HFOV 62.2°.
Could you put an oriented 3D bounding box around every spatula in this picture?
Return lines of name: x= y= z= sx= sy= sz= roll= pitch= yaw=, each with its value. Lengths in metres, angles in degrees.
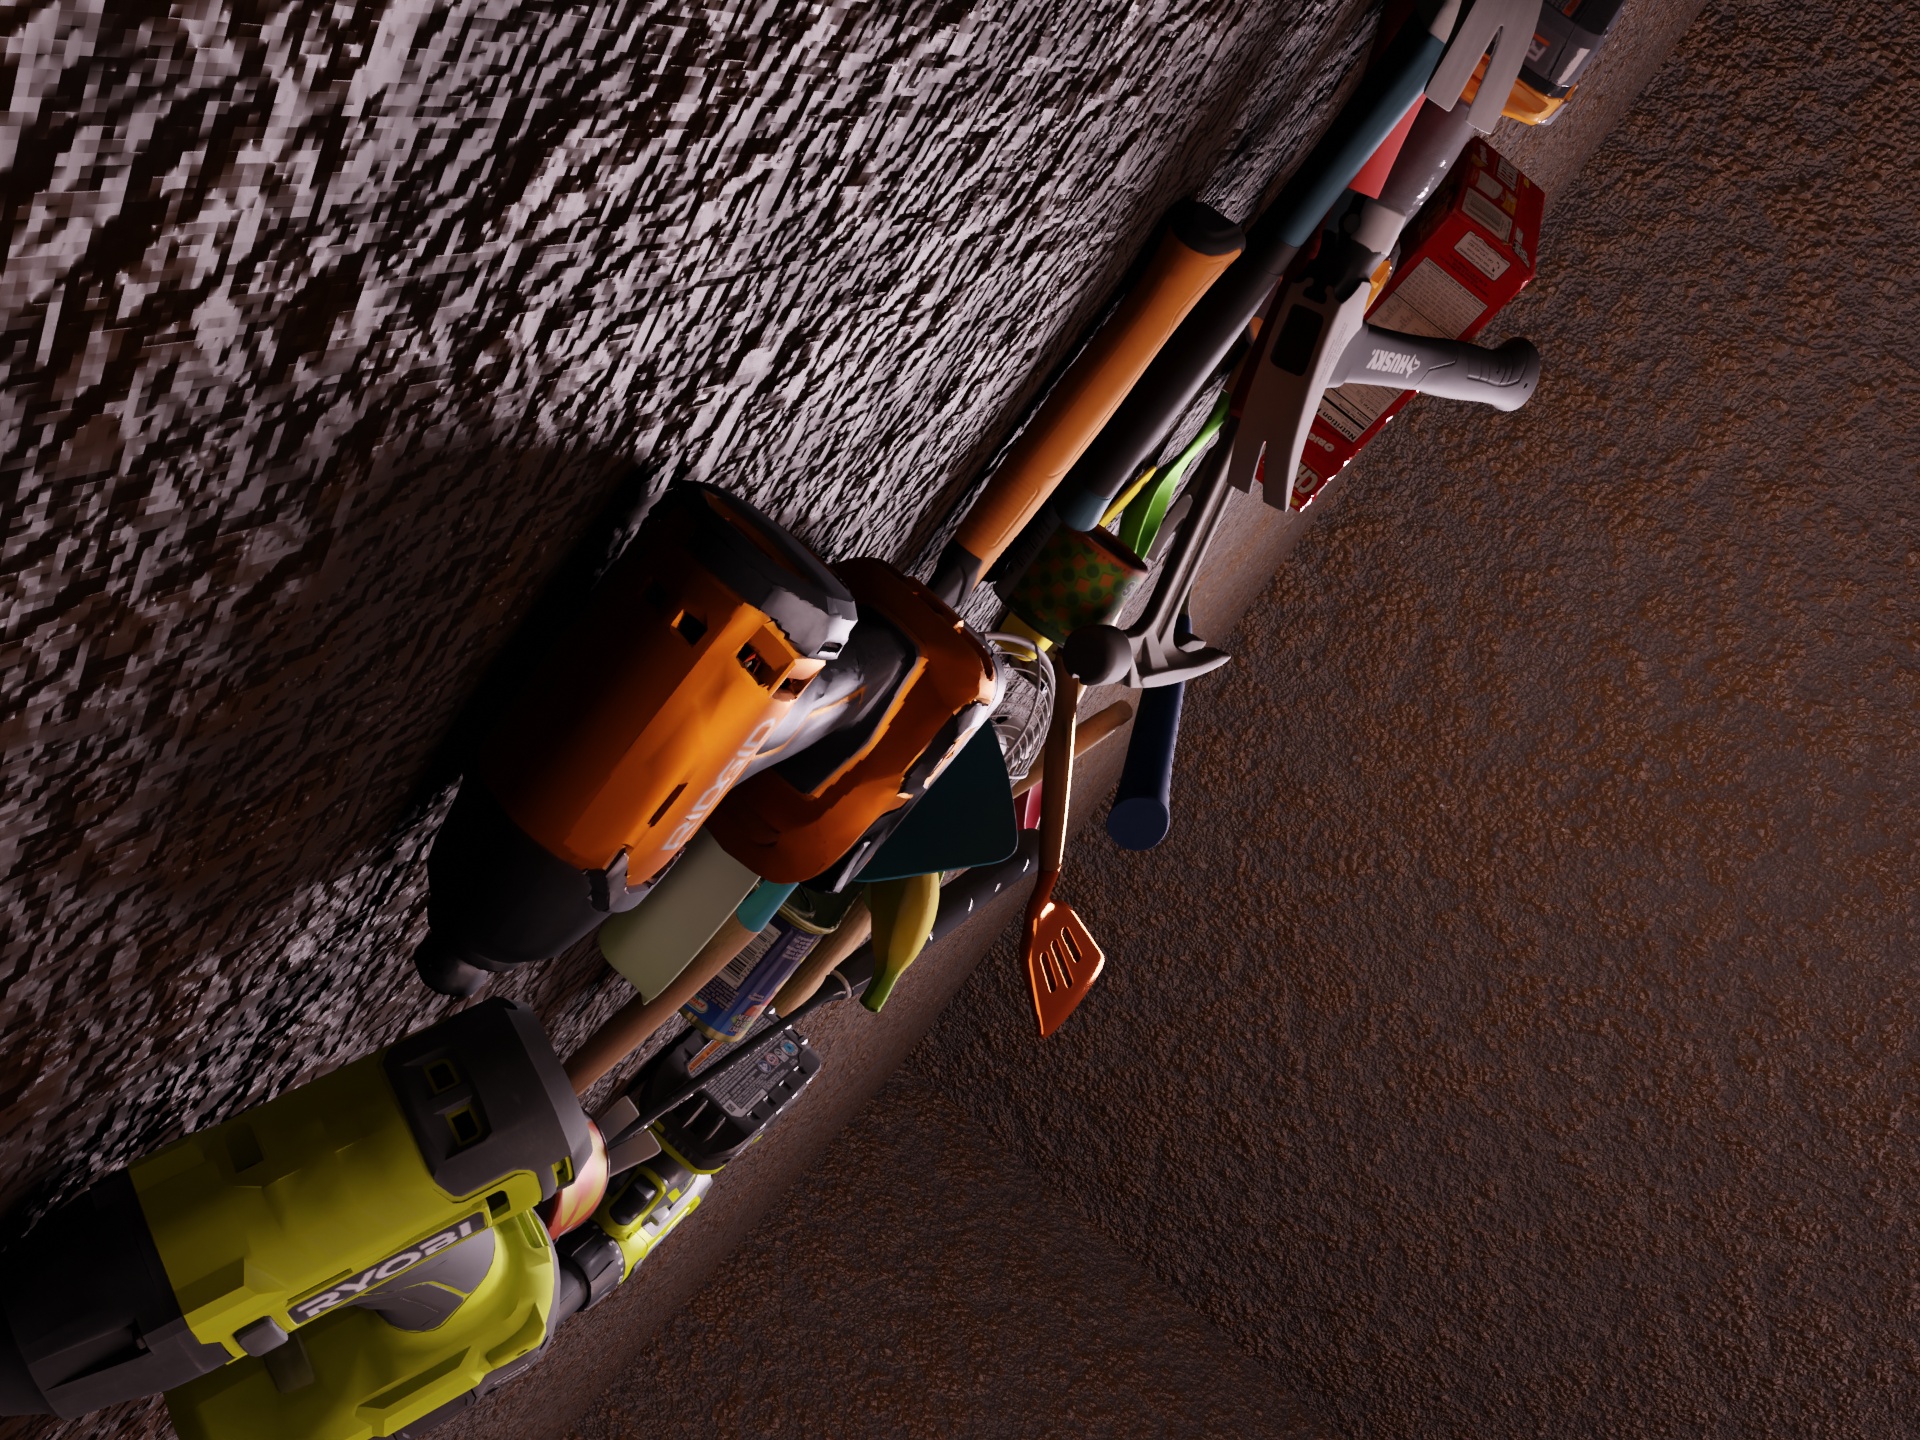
spatula: x=0.065 y=0.077 z=0.994 sx=0.081 sy=0.041 sz=0.322 roll=-44 pitch=150 yaw=-35
spatula: x=-0.102 y=0.108 z=0.718 sx=0.317 sy=0.044 sz=0.082 roll=-41 pitch=-142 yaw=27

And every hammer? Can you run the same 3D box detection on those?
hammer: x=-0.051 y=0.123 z=1.246 sx=0.331 sy=0.031 sz=0.130 roll=-49 pitch=171 yaw=-14
hammer: x=0.246 y=-0.187 z=0.856 sx=0.334 sy=0.035 sz=0.146 roll=-11 pitch=129 yaw=-54
hammer: x=0.162 y=-0.179 z=0.807 sx=0.149 sy=0.037 sz=0.359 roll=-11 pitch=129 yaw=-54
hammer: x=-0.080 y=0.158 z=0.921 sx=0.409 sy=0.036 sz=0.149 roll=-30 pitch=174 yaw=-42
hammer: x=0.014 y=-0.084 z=0.719 sx=0.337 sy=0.034 sz=0.127 roll=-53 pitch=170 yaw=10
hammer: x=0.141 y=-0.062 z=1.042 sx=0.144 sy=0.035 sz=0.406 roll=-60 pitch=-174 yaw=40
hammer: x=0.137 y=-0.211 z=0.713 sx=0.331 sy=0.033 sz=0.128 roll=-51 pitch=-153 yaw=40

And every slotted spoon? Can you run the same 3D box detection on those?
slotted spoon: x=0.191 y=-0.233 z=1.034 sx=0.313 sy=0.031 sz=0.070 roll=-55 pitch=171 yaw=15

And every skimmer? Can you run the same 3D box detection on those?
skimmer: x=-0.002 y=-0.003 z=0.980 sx=0.127 sy=0.090 sz=0.363 roll=-37 pitch=-178 yaw=3

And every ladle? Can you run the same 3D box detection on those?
ladle: x=0.023 y=0.064 z=1.059 sx=0.078 sy=0.062 sz=0.320 roll=-35 pitch=178 yaw=-39
ladle: x=0.093 y=-0.036 z=1.209 sx=0.069 sy=0.031 sz=0.315 roll=-57 pitch=170 yaw=-56

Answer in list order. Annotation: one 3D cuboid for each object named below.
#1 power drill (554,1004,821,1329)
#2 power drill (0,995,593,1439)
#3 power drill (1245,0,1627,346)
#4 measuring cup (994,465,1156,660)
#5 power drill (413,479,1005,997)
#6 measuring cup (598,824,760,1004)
power drill: x=-0.205 y=0.304 z=1.071 sx=0.228 sy=0.080 sz=0.190 roll=-53 pitch=172 yaw=29
power drill: x=-0.204 y=0.178 z=0.499 sx=0.171 sy=0.080 sz=0.223 roll=-24 pitch=157 yaw=-24
power drill: x=0.253 y=-0.311 z=0.863 sx=0.185 sy=0.084 sz=0.226 roll=-51 pitch=178 yaw=-45
measuring cup: x=0.082 y=-0.099 z=1.008 sx=0.156 sy=0.029 sz=0.062 roll=-48 pitch=171 yaw=-10
power drill: x=-0.077 y=0.013 z=0.519 sx=0.164 sy=0.084 sz=0.226 roll=-50 pitch=168 yaw=10
measuring cup: x=-0.123 y=0.072 z=0.700 sx=0.083 sy=0.038 sz=0.167 roll=-49 pitch=-172 yaw=-4
